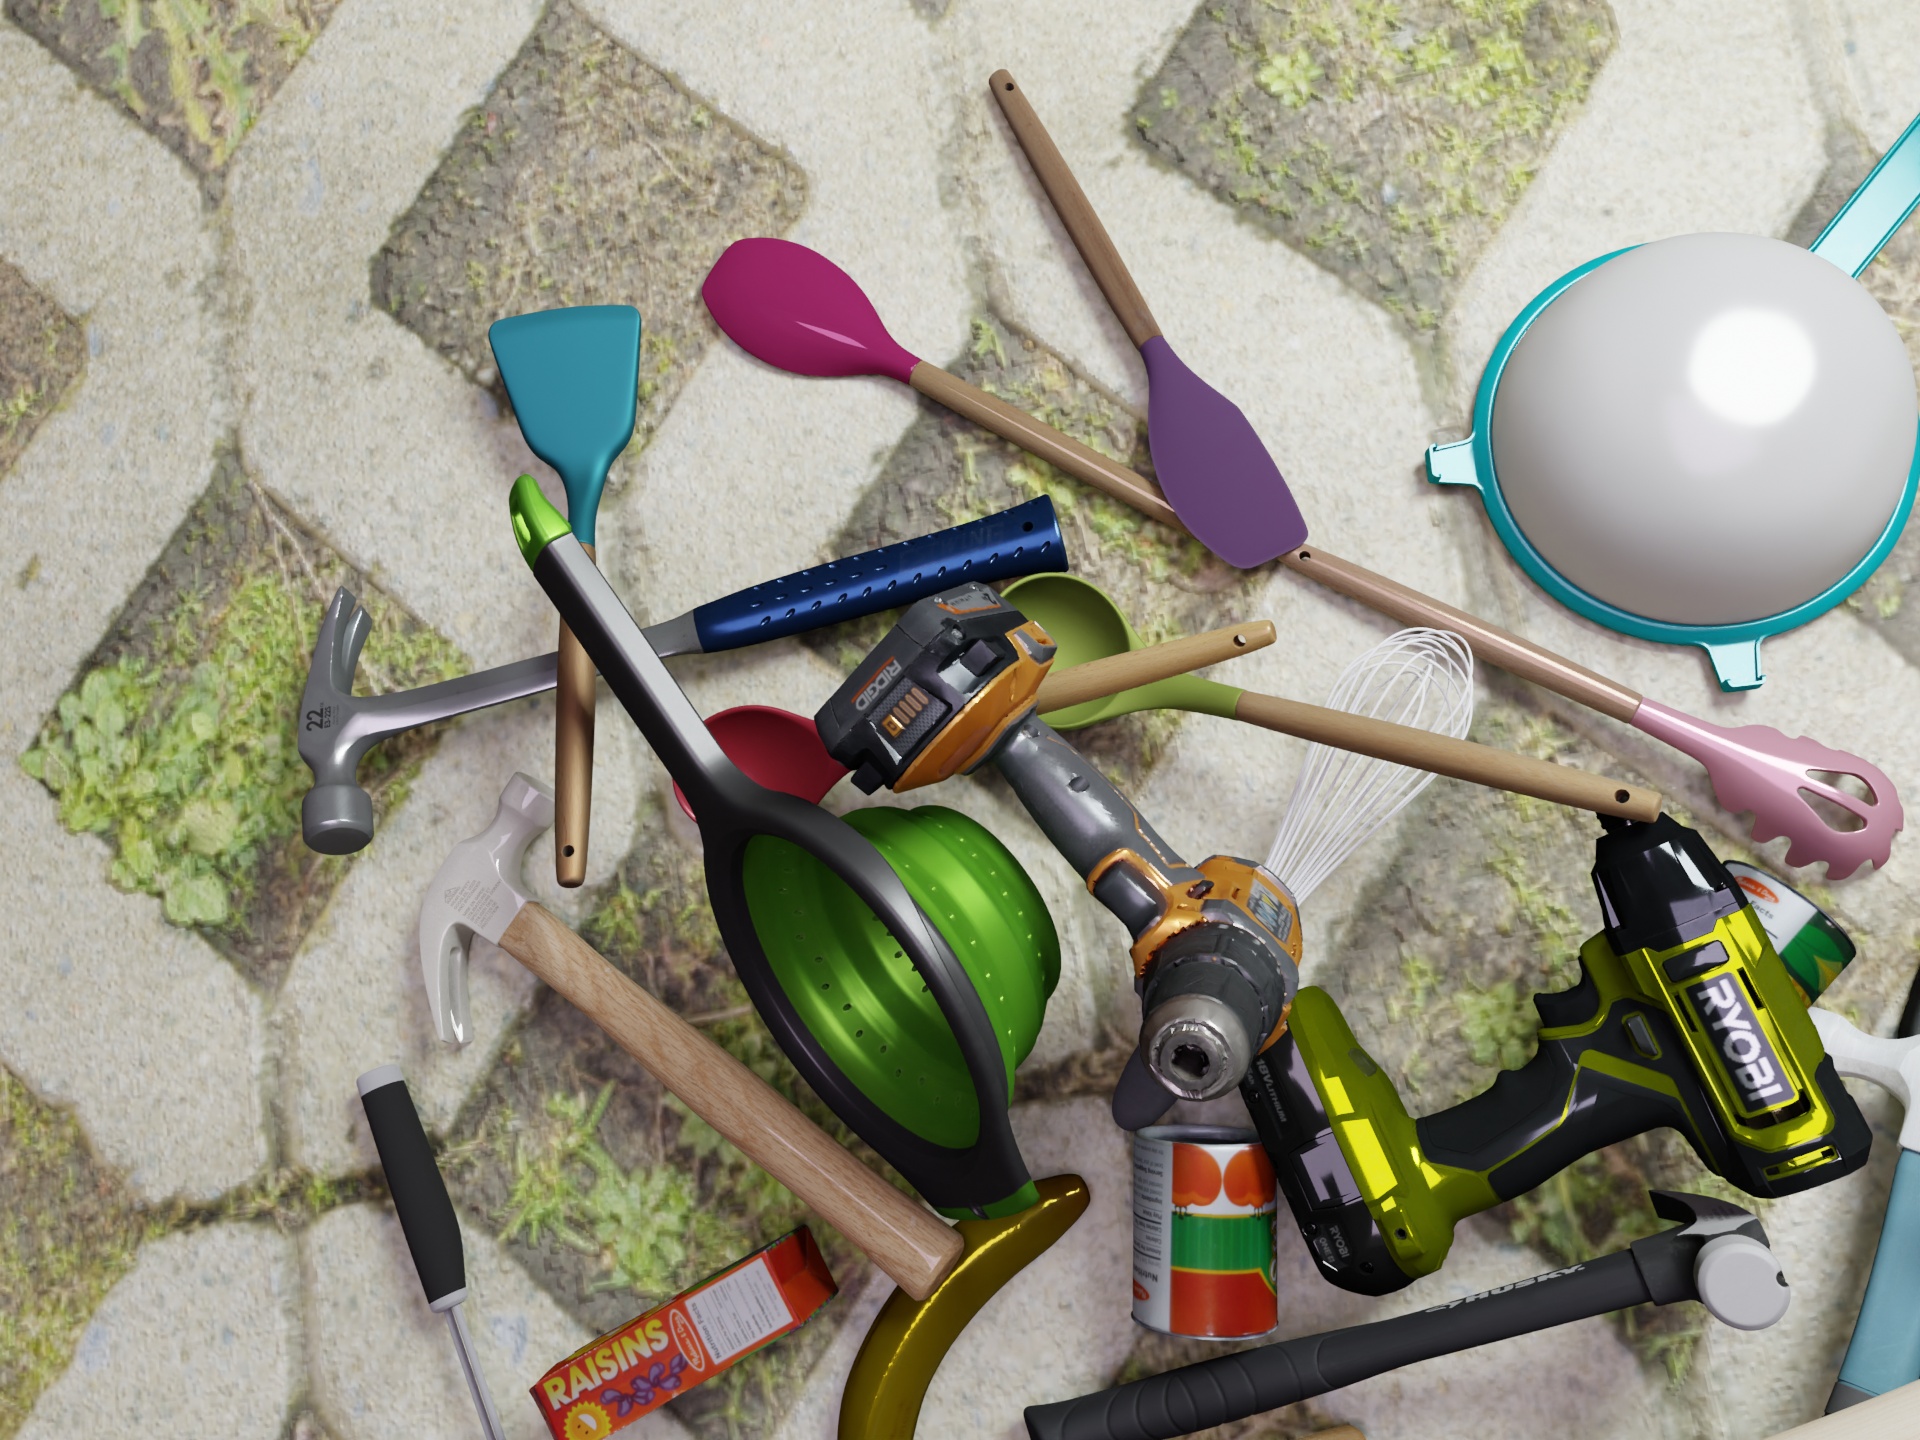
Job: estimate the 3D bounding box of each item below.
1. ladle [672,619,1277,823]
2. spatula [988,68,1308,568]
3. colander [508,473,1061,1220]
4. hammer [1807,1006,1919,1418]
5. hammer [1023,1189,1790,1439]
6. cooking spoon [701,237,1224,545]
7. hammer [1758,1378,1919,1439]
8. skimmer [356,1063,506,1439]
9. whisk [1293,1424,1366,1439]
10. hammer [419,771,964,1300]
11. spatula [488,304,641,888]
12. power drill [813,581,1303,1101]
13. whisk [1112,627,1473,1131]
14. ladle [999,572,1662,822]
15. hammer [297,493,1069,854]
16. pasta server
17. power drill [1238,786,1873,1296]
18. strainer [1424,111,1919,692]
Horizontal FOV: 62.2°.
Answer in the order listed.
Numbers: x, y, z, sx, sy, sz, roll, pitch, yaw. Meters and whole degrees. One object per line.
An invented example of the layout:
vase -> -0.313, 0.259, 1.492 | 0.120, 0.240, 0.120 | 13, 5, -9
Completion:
ladle -> -0.001, -0.002, 0.765 | 0.315, 0.031, 0.069 | -15, 98, 24
spatula -> 0.086, -0.217, 0.833 | 0.060, 0.018, 0.316 | -23, 75, -8
colander -> -0.068, 0.039, 0.739 | 0.094, 0.204, 0.397 | -33, 87, -30
hammer -> 0.368, 0.289, 0.650 | 0.128, 0.033, 0.331 | 14, 74, 38
hammer -> 0.181, 0.274, 0.698 | 0.335, 0.146, 0.035 | -23, 77, 15
cooking spoon -> -0.002, -0.173, 0.843 | 0.319, 0.017, 0.069 | 31, 83, 12
hammer -> 0.268, 0.325, 0.654 | 0.410, 0.038, 0.146 | -30, 50, 19
skimmer -> -0.246, 0.341, 0.748 | 0.127, 0.090, 0.363 | -34, 72, 33
whisk -> 0.068, 0.346, 0.688 | 0.245, 0.047, 0.051 | -7, 39, -20
hammer -> -0.138, 0.166, 0.777 | 0.331, 0.031, 0.130 | 34, 88, 19
spatula -> -0.196, -0.069, 0.796 | 0.082, 0.044, 0.318 | -6, 63, 0
power drill -> 0.047, 0.050, 0.653 | 0.226, 0.185, 0.084 | 44, 108, 4
whisk -> 0.156, 0.077, 0.758 | 0.070, 0.070, 0.284 | 33, 90, 12
ladle -> 0.149, -0.004, 0.724 | 0.320, 0.062, 0.078 | 16, 82, 31
hammer -> -0.146, -0.049, 0.822 | 0.405, 0.035, 0.144 | -15, 61, 2
pasta server -> 0.299, -0.015, 0.770 | 0.316, 0.040, 0.060 | 27, 85, 16
power drill -> 0.241, 0.143, 0.690 | 0.223, 0.080, 0.171 | -27, 76, 20
strainer -> 0.398, -0.196, 0.751 | 0.211, 0.095, 0.340 | 39, 89, 13
